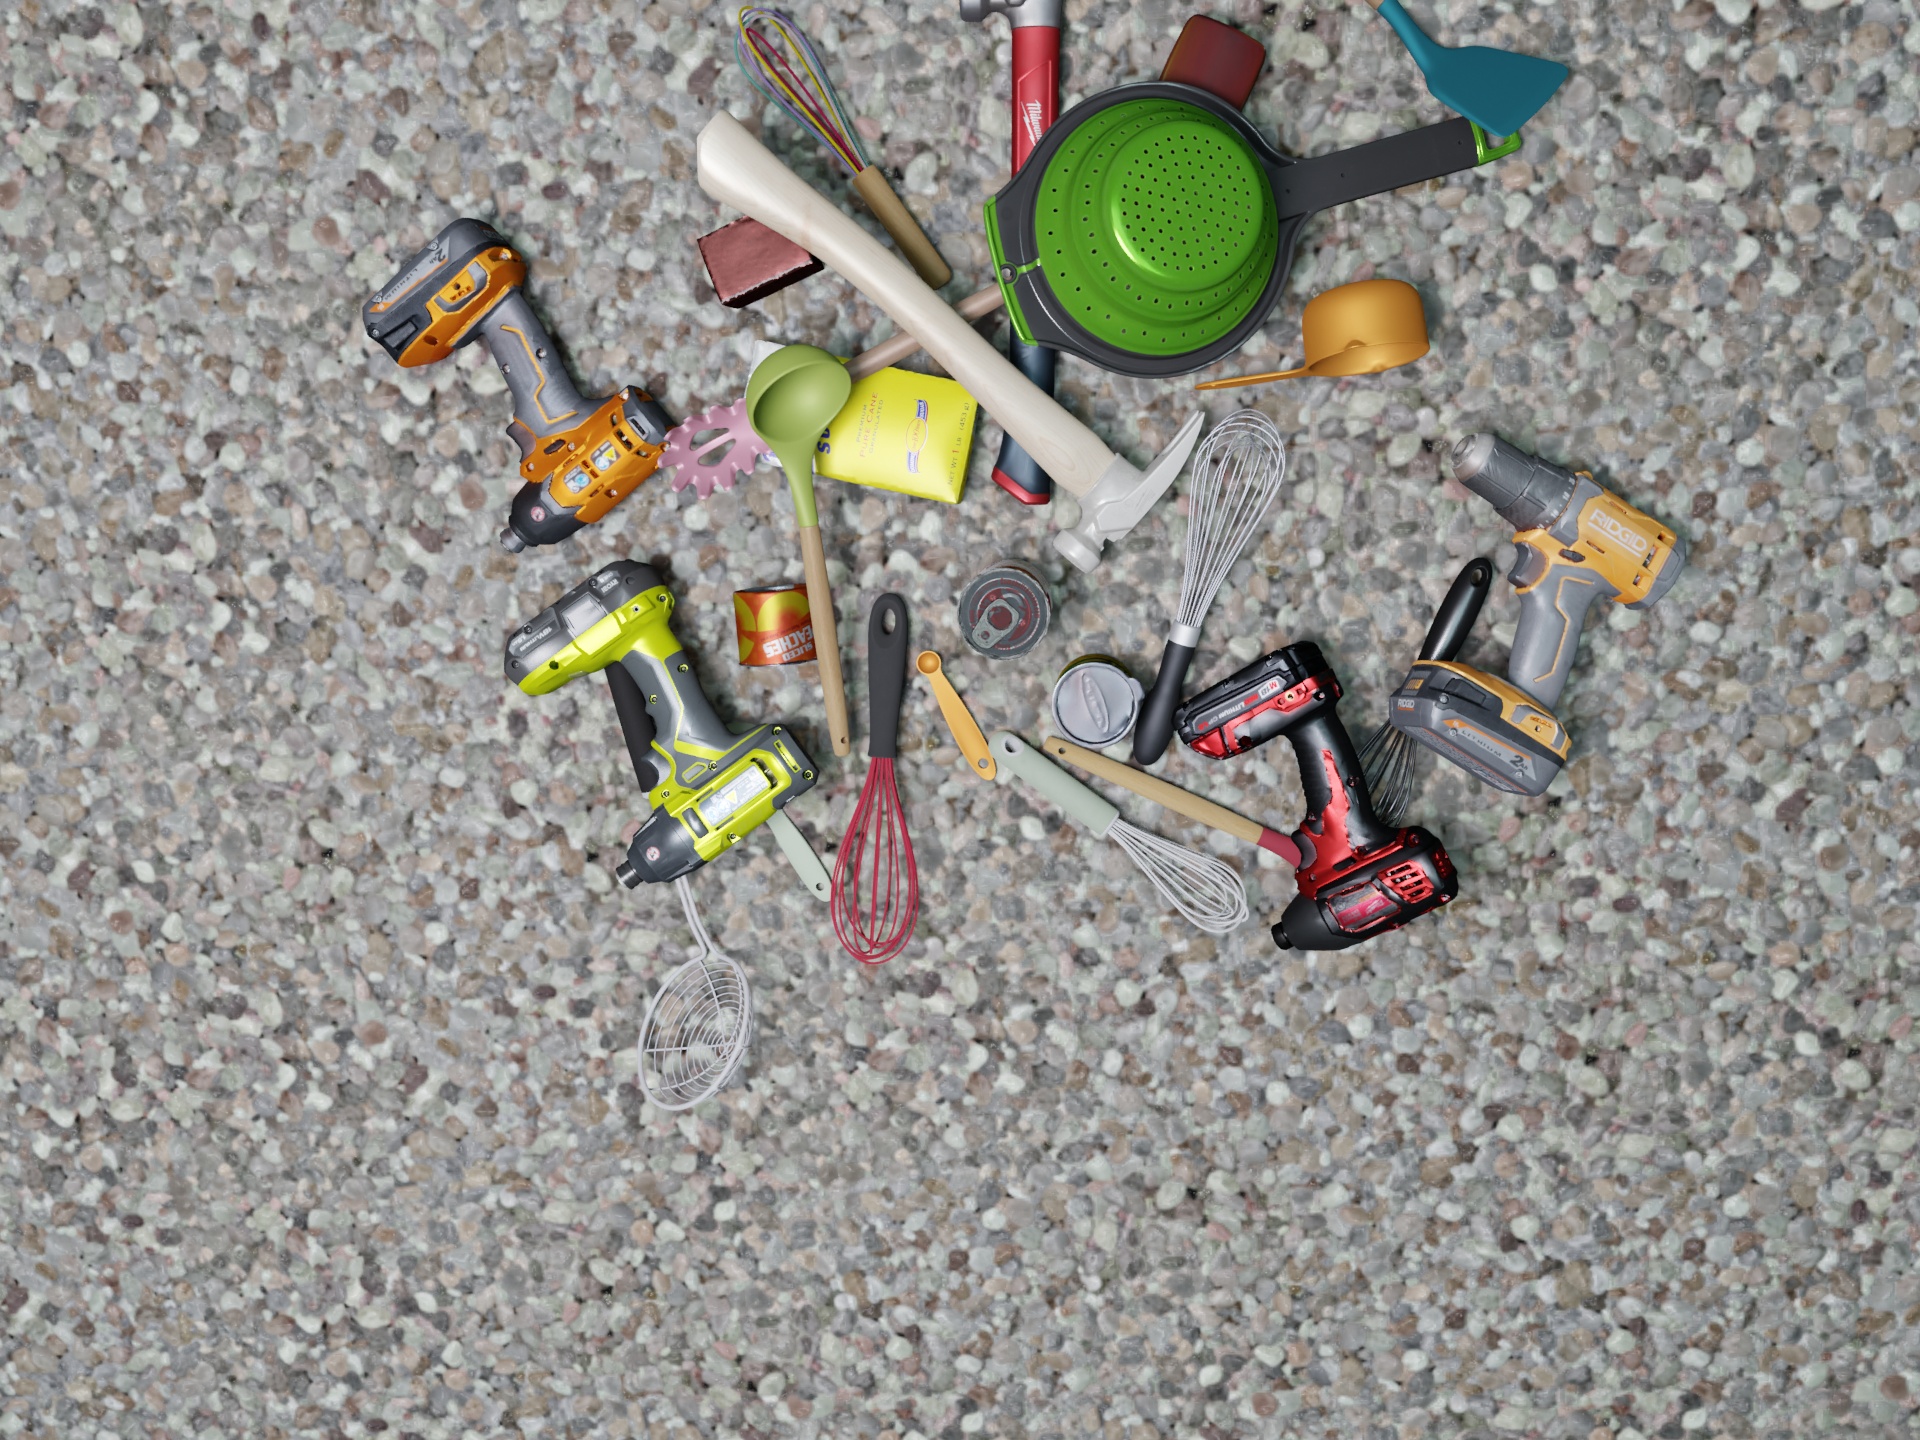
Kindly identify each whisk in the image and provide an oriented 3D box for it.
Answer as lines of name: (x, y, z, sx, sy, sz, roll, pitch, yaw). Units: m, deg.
whisk: (-0.063, 0.047, 1.256, 0.073, 0.073, 0.296, 4, 94, 4)
whisk: (-0.088, -0.423, 1.181, 0.051, 0.047, 0.245, -35, 98, 9)
whisk: (0.124, 0.086, 1.252, 0.246, 0.059, 0.058, 36, 64, 2)
whisk: (0.348, -0.013, 1.212, 0.055, 0.055, 0.239, 24, 97, 1)
whisk: (0.180, -0.097, 1.210, 0.070, 0.070, 0.284, 17, 106, 2)

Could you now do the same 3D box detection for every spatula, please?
spatula: (0.288, -0.535, 1.126, 0.317, 0.044, 0.082, 44, 76, -1)

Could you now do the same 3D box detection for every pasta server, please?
pasta server: (-0.077, -0.255, 1.167, 0.316, 0.040, 0.060, -27, 111, 6)

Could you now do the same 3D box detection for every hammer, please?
hammer: (0.070, -0.355, 1.180, 0.143, 0.038, 0.386, 1, 100, 3)
hammer: (-0.011, -0.288, 1.134, 0.410, 0.038, 0.146, 39, 97, -15)

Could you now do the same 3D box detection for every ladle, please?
ladle: (0.211, 0.081, 1.250, 0.315, 0.031, 0.069, 24, 100, 2)
ladle: (-0.103, -0.116, 1.171, 0.078, 0.062, 0.320, -18, 116, -24)

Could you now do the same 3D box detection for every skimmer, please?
skimmer: (-0.247, 0.123, 1.266, 0.127, 0.090, 0.363, -10, 98, 39)

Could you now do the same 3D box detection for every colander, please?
colander: (0.219, -0.367, 1.094, 0.397, 0.094, 0.204, -18, 97, -6)

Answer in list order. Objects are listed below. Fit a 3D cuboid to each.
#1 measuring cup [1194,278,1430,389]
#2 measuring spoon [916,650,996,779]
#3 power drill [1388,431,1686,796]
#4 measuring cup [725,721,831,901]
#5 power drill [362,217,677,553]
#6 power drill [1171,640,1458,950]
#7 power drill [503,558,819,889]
measuring cup: (0.253, -0.280, 1.165, 0.173, 0.095, 0.052, -6, 89, 26)
measuring spoon: (-0.002, -0.004, 1.264, 0.021, 0.011, 0.117, -27, 100, 10)
power drill: (0.399, -0.082, 1.154, 0.185, 0.084, 0.226, 31, 87, -9)
measuring cup: (-0.154, 0.079, 1.275, 0.083, 0.038, 0.167, -33, 93, 10)
power drill: (-0.344, -0.247, 1.217, 0.164, 0.084, 0.226, -39, 98, 11)
power drill: (0.256, 0.063, 1.183, 0.143, 0.078, 0.220, -32, 83, 28)
power drill: (-0.239, 0.005, 1.216, 0.171, 0.080, 0.223, -36, 88, -1)
